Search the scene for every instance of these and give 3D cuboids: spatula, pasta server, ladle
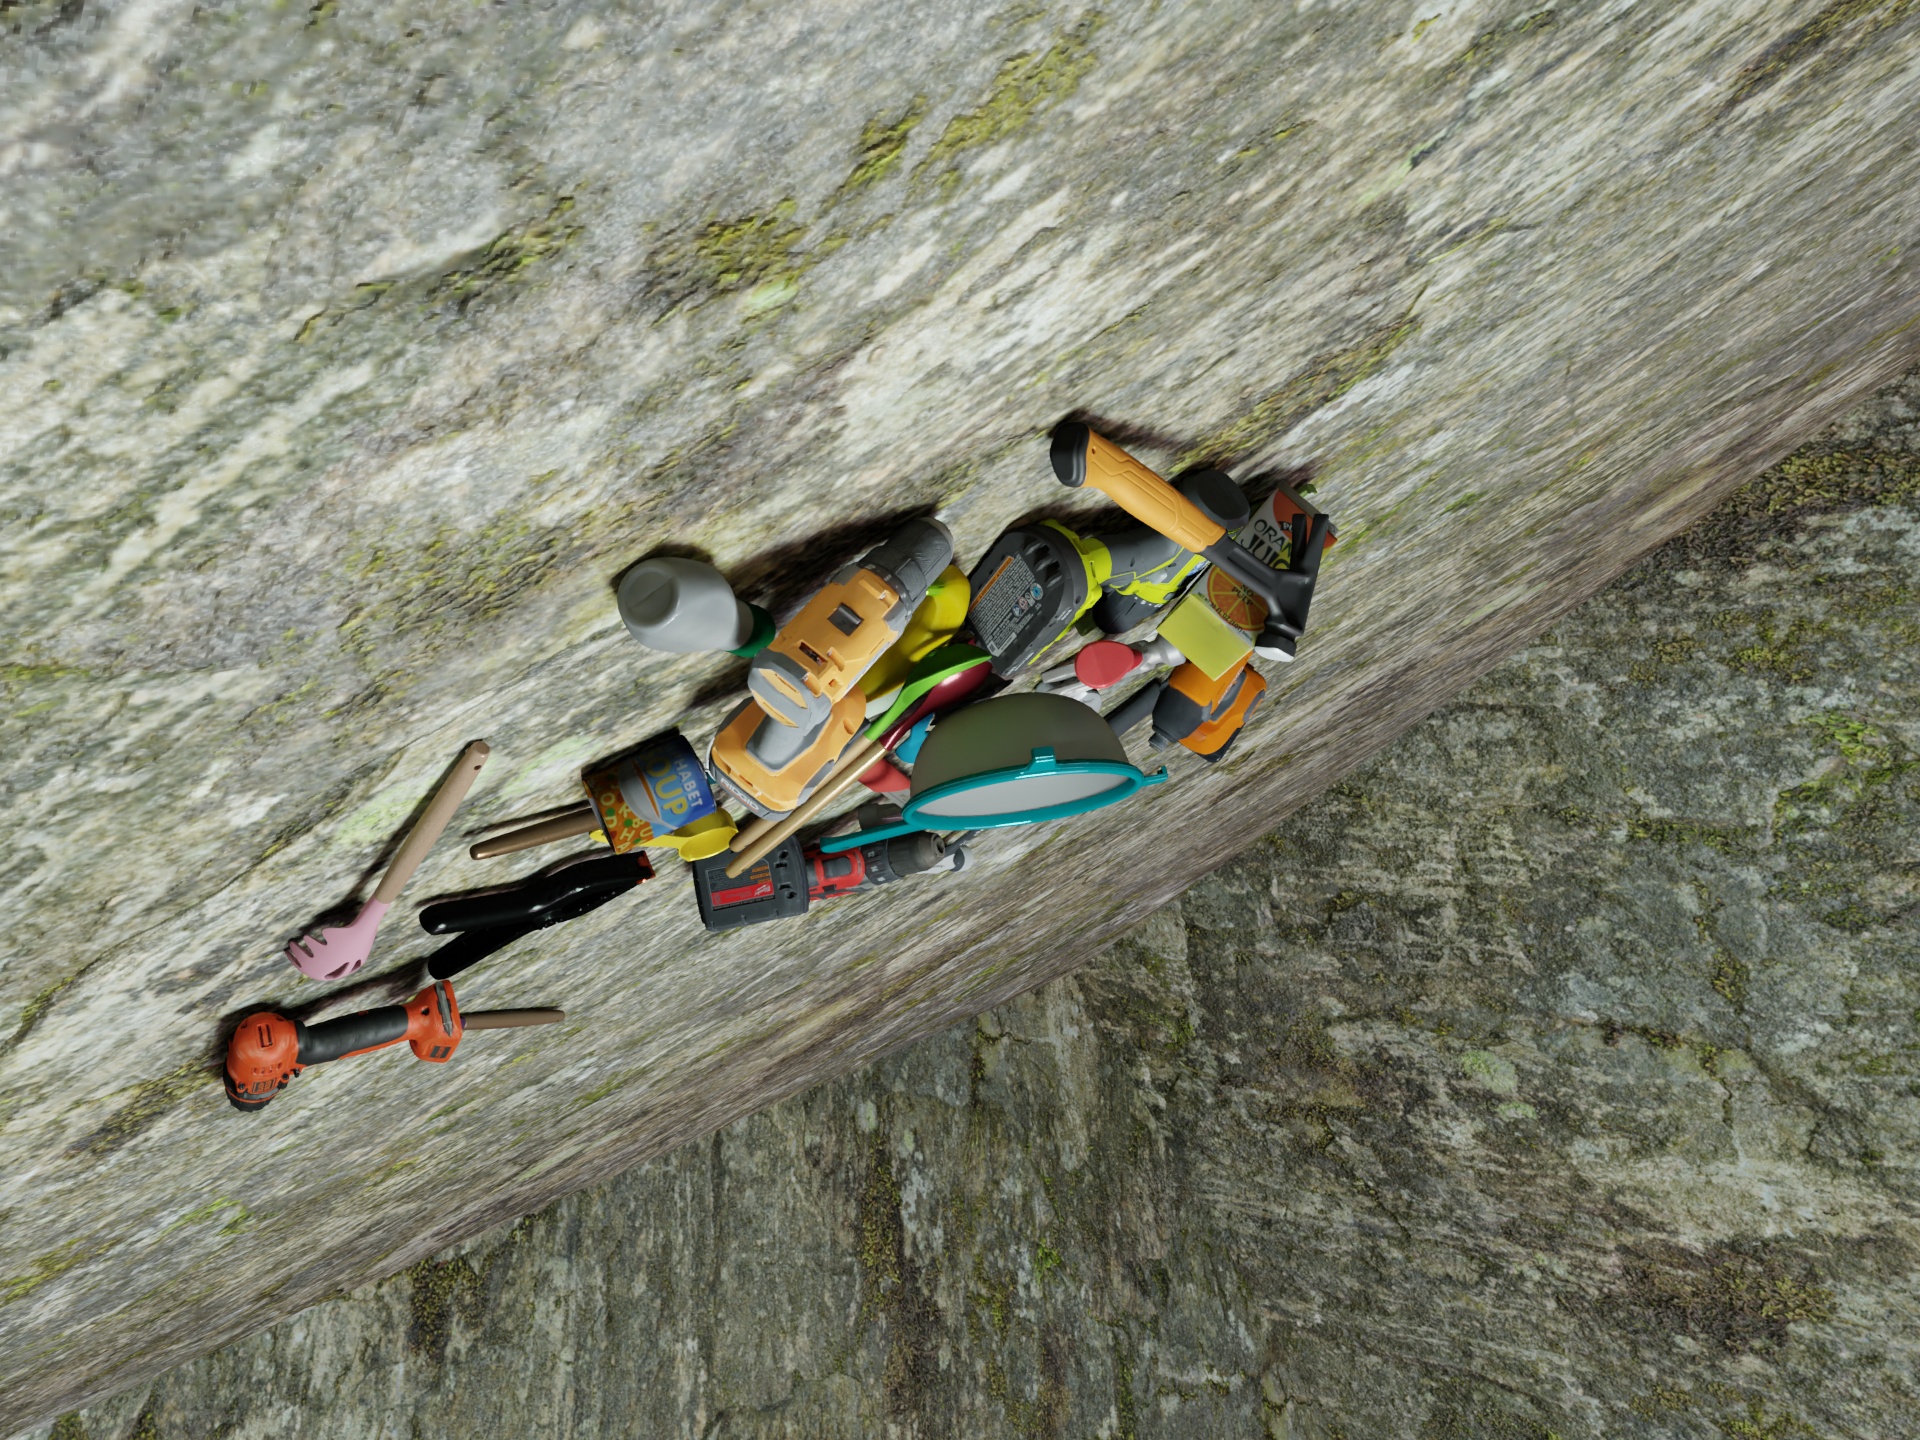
[{"bbox_3d":[-0.250,0.076,1.297,0.317,0.044,0.082,-16,162,-43],"label":"spatula"},{"bbox_3d":[-0.412,0.106,1.154,0.060,0.040,0.316,-11,151,-49],"label":"pasta server"},{"bbox_3d":[-0.086,0.036,1.361,0.315,0.031,0.069,-40,163,12],"label":"ladle"},{"bbox_3d":[-0.496,0.308,1.632,0.060,0.018,0.315,-34,163,11],"label":"spatula"}]

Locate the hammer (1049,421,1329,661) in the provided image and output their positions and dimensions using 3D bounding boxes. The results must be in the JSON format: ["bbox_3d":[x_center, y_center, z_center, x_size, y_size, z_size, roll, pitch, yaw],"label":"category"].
[{"bbox_3d":[0.179,-0.152,1.204,0.034,0.127,0.336,9,171,42],"label":"hammer"}]

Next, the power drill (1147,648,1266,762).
[{"bbox_3d":[0.272,-0.021,1.783,0.164,0.084,0.226,-55,163,-2],"label":"power drill"}]

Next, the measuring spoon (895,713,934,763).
[{"bbox_3d":[-0.035,0.015,1.535,0.042,0.021,0.128,-25,165,-17],"label":"measuring spoon"}]

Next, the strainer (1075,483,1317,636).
[{"bbox_3d":[0.231,-0.121,1.499,0.256,0.069,0.151,-27,164,-15],"label":"strainer"}]

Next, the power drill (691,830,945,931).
[{"bbox_3d":[-0.138,0.149,1.586,0.188,0.080,0.226,-14,174,26],"label":"power drill"}]

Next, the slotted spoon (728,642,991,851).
[{"bbox_3d":[-0.093,0.024,1.304,0.313,0.031,0.070,-39,169,30],"label":"slotted spoon"}]

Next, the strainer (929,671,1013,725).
[{"bbox_3d":[-0.002,-0.005,1.498,0.087,0.050,0.258,-27,168,-14],"label":"strainer"}]

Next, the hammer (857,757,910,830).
[{"bbox_3d":[-0.068,0.051,1.520,0.149,0.037,0.358,-14,164,8],"label":"hammer"}]

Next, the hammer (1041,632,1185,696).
[{"bbox_3d":[0.120,-0.045,1.402,0.143,0.038,0.386,-18,179,10],"label":"hammer"}]

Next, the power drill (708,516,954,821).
[{"bbox_3d":[-0.090,-0.039,1.132,0.185,0.084,0.226,-50,177,-31],"label":"power drill"}]

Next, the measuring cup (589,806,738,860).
[{"bbox_3d":[-0.262,0.094,1.394,0.062,0.029,0.156,-39,150,30],"label":"measuring cup"}]

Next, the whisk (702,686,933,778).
[{"bbox_3d":[-0.107,-0.003,1.328,0.246,0.057,0.059,-23,-163,-32],"label":"whisk"}]

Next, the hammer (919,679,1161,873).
[{"bbox_3d":[0.094,0.075,1.930,0.409,0.036,0.149,-39,161,27],"label":"hammer"}]

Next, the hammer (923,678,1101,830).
[{"bbox_3d":[0.027,0.051,1.739,0.331,0.033,0.128,-40,160,32],"label":"hammer"}]

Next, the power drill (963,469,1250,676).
[{"bbox_3d":[0.112,-0.113,1.309,0.228,0.080,0.190,-21,162,-38],"label":"power drill"}]

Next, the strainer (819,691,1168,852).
[{"bbox_3d":[-0.001,0.043,1.416,0.340,0.095,0.210,-17,163,36],"label":"strainer"}]
